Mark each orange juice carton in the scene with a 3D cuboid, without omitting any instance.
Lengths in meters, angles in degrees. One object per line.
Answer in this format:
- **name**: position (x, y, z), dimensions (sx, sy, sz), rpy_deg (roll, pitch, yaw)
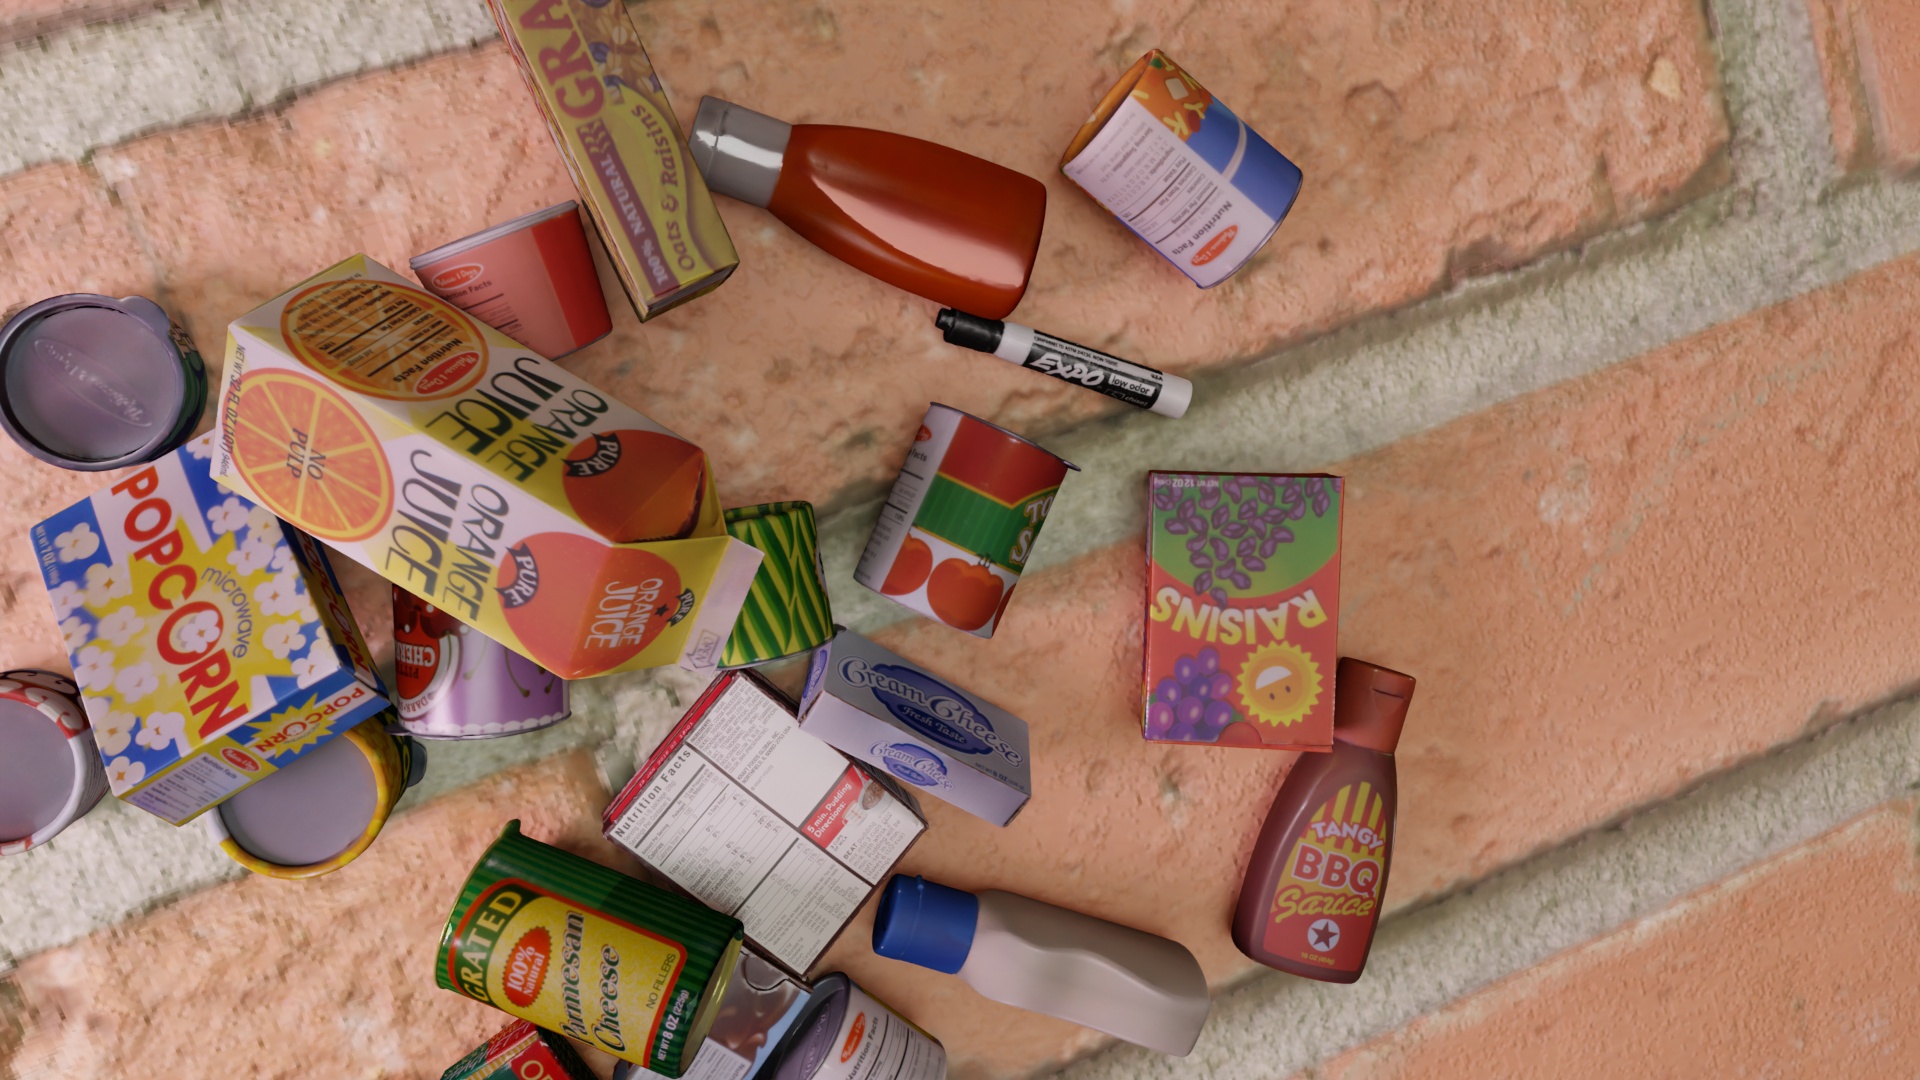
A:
- **orange juice carton**: position (-0.165, -0.019, 0.508), dimensions (0.193, 0.073, 0.071), rpy_deg (30, 126, 0)

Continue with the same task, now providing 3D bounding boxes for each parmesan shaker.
- **parmesan shaker**: position (-0.146, 0.163, 0.557), dimensions (0.103, 0.071, 0.071), rpy_deg (19, 91, 5)

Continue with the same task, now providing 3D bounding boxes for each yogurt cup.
- **yogurt cup**: position (-0.172, -0.097, 0.545), dimensions (0.072, 0.072, 0.053), rpy_deg (-24, 109, -10)

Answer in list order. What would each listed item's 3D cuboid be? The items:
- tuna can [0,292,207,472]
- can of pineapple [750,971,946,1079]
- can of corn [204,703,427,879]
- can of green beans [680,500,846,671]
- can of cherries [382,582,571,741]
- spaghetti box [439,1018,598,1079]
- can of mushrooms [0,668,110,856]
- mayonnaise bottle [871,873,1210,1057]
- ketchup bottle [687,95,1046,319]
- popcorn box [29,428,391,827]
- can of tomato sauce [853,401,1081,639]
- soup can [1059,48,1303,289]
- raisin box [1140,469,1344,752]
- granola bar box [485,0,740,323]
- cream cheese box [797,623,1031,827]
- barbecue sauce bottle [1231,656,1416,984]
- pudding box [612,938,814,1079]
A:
- **tuna can**: position (-0.323, -0.062, 0.526), dimensions (0.071, 0.033, 0.071), rpy_deg (-1, 96, -14)
- **can of pineapple**: position (-0.049, 0.232, 0.605), dimensions (0.058, 0.071, 0.071), rpy_deg (40, 86, -14)
- **can of corn**: position (-0.251, 0.093, 0.545), dimensions (0.071, 0.058, 0.071), rpy_deg (-1, 96, -13)
- **can of green beans**: position (-0.089, 0.017, 0.574), dimensions (0.071, 0.071, 0.057), rpy_deg (-11, 98, -12)
- **can of cherries**: position (-0.191, 0.043, 0.549), dimensions (0.071, 0.071, 0.058), rpy_deg (-2, 96, -14)
- **spaghetti box**: position (-0.133, 0.310, 0.601), dimensions (0.050, 0.029, 0.249), rpy_deg (-33, 106, -10)
- **can of mushrooms**: position (-0.365, 0.084, 0.529), dimensions (0.071, 0.033, 0.071), rpy_deg (-2, 96, -14)
- **mayonnaise bottle**: position (0.035, 0.187, 0.624), dimensions (0.148, 0.065, 0.041), rpy_deg (19, 99, -10)
- **ketchup bottle**: position (-0.040, -0.144, 0.580), dimensions (0.149, 0.043, 0.065), rpy_deg (17, 71, -14)
- **popcorn box**: position (-0.276, 0.027, 0.510), dimensions (0.085, 0.038, 0.127), rpy_deg (-31, 64, -10)
- **can of tomato sauce**: position (0.002, -0.007, 0.593), dimensions (0.071, 0.071, 0.083), rpy_deg (24, 90, -15)
- **soup can**: position (0.096, -0.162, 0.604), dimensions (0.083, 0.071, 0.071), rpy_deg (36, 86, -14)
- **raisin box**: position (0.127, 0.030, 0.630), dimensions (0.086, 0.040, 0.123), rpy_deg (2, 95, 3)
- **granola bar box**: position (-0.137, -0.166, 0.515), dimensions (0.039, 0.124, 0.165), rpy_deg (-26, 101, -10)
- **cream cheese box**: position (-0.019, 0.080, 0.602), dimensions (0.104, 0.053, 0.024), rpy_deg (29, 116, -15)
- **barbecue sauce bottle**: position (0.178, 0.131, 0.662), dimensions (0.065, 0.043, 0.148), rpy_deg (16, 91, -9)
- **pudding box**: position (-0.108, 0.214, 0.606), dimensions (0.049, 0.030, 0.084), rpy_deg (36, 86, -13)
